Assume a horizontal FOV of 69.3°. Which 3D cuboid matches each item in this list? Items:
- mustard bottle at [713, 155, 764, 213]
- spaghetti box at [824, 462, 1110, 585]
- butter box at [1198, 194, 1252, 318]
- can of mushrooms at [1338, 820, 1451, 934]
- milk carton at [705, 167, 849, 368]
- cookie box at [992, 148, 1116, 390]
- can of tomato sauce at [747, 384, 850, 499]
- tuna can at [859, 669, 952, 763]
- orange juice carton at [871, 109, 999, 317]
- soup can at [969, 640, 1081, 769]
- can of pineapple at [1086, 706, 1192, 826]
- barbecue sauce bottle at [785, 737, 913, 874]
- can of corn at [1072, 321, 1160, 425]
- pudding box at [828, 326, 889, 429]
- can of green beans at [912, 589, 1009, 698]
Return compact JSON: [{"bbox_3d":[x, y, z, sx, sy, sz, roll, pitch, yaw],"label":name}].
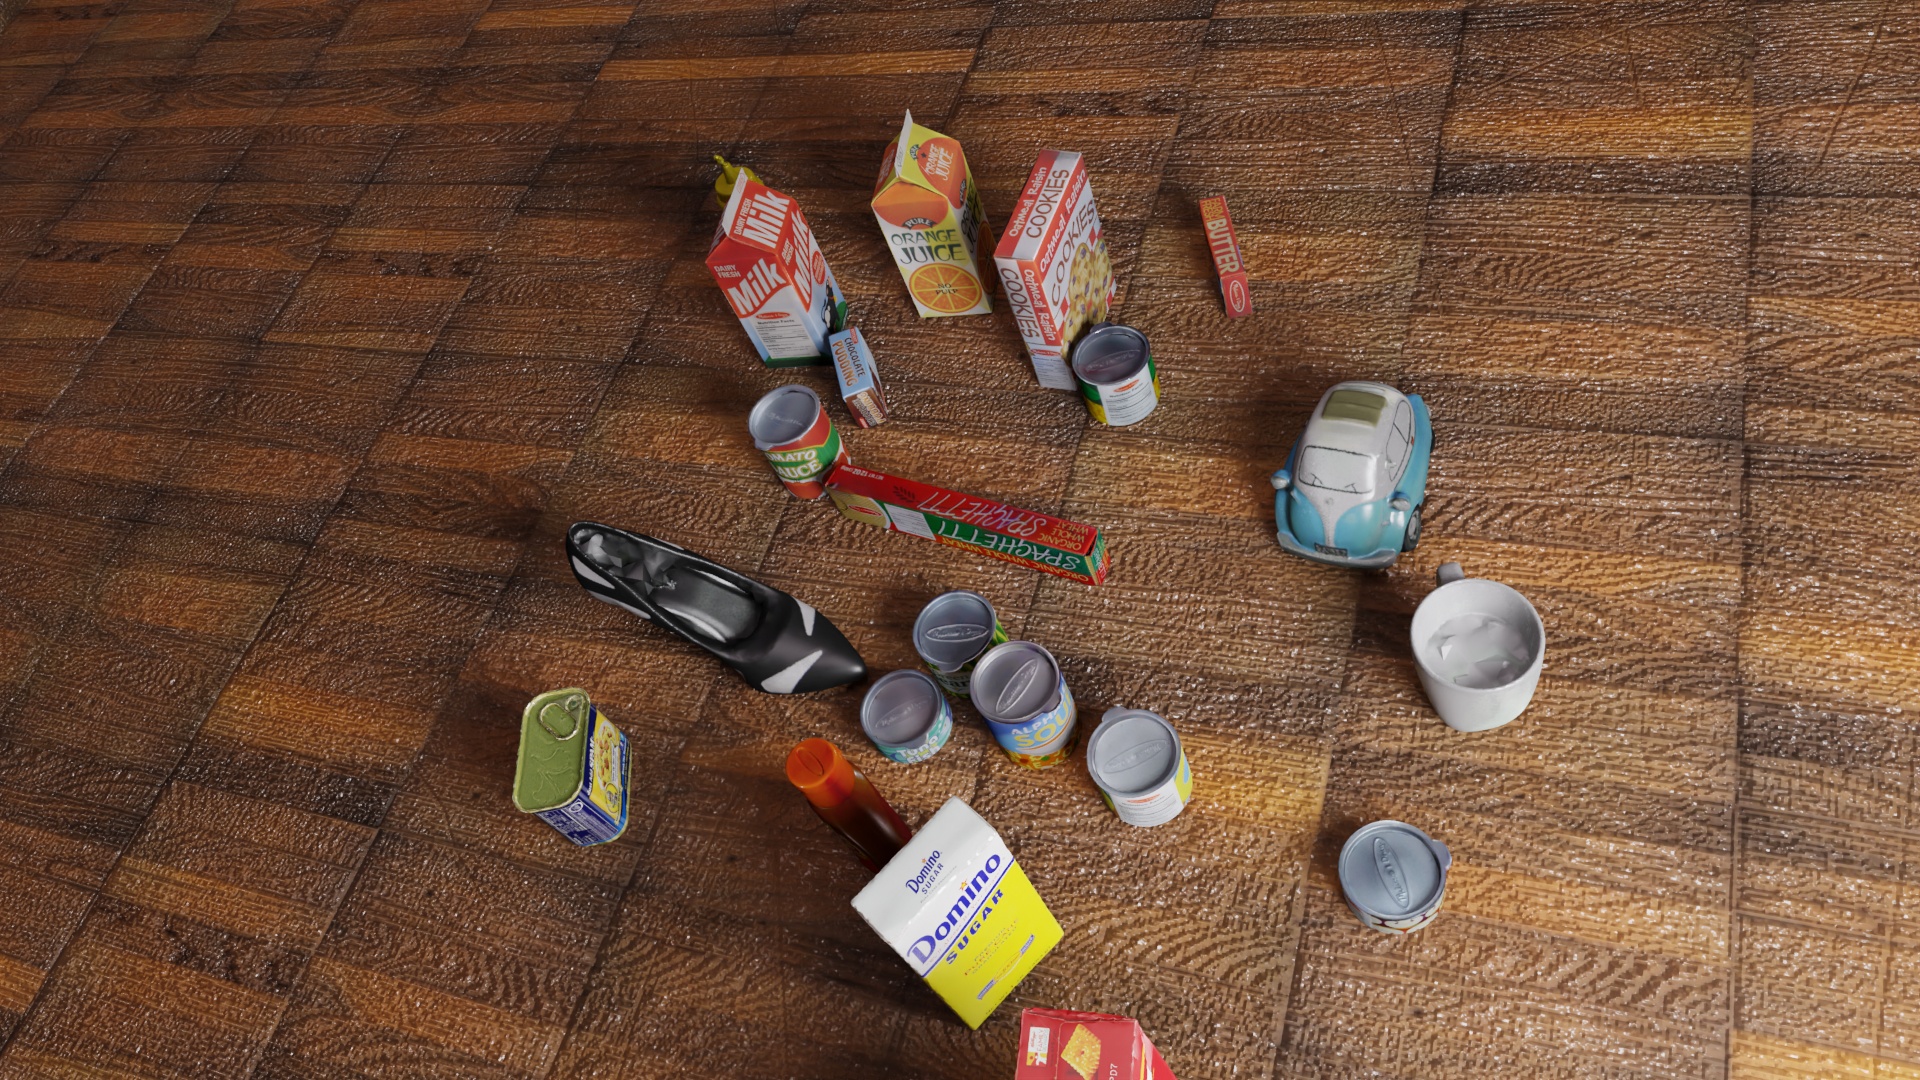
[{"bbox_3d":[-0.199,-0.311,1.344,0.049,0.159,0.065,-21,53,5],"label":"mustard bottle"},{"bbox_3d":[0.004,-0.014,1.142,0.250,0.050,0.029,15,63,27],"label":"spaghetti box"},{"bbox_3d":[0.233,-0.251,1.224,0.024,0.053,0.104,-13,54,10],"label":"butter box"},{"bbox_3d":[0.282,0.218,0.901,0.071,0.033,0.071,-9,55,13],"label":"can of mushrooms"},{"bbox_3d":[-0.172,-0.246,1.272,0.073,0.189,0.073,-2,57,18],"label":"milk carton"},{"bbox_3d":[0.084,-0.229,1.189,0.040,0.166,0.123,9,61,24],"label":"cookie box"},{"bbox_3d":[-0.141,-0.084,1.218,0.071,0.082,0.071,-9,55,13],"label":"can of tomato sauce"},{"bbox_3d":[-0.040,0.137,1.065,0.071,0.032,0.071,-9,55,13],"label":"tuna can"},{"bbox_3d":[-0.024,-0.291,1.251,0.073,0.192,0.072,-1,57,18],"label":"orange juice carton"},{"bbox_3d":[0.051,0.123,1.012,0.071,0.083,0.072,-9,55,13],"label":"soup can"},{"bbox_3d":[0.127,0.159,0.978,0.071,0.057,0.071,-9,55,13],"label":"can of pineapple"},{"bbox_3d":[-0.078,0.185,0.973,0.044,0.148,0.065,-43,55,-12],"label":"barbecue sauce bottle"},{"bbox_3d":[0.133,-0.142,1.181,0.071,0.058,0.071,-9,55,13],"label":"can of corn"},{"bbox_3d":[-0.093,-0.149,1.267,0.030,0.049,0.084,-20,53,5],"label":"pudding box"},{"bbox_3d":[0.003,0.081,1.073,0.071,0.057,0.071,-9,55,13],"label":"can of green beans"}]
